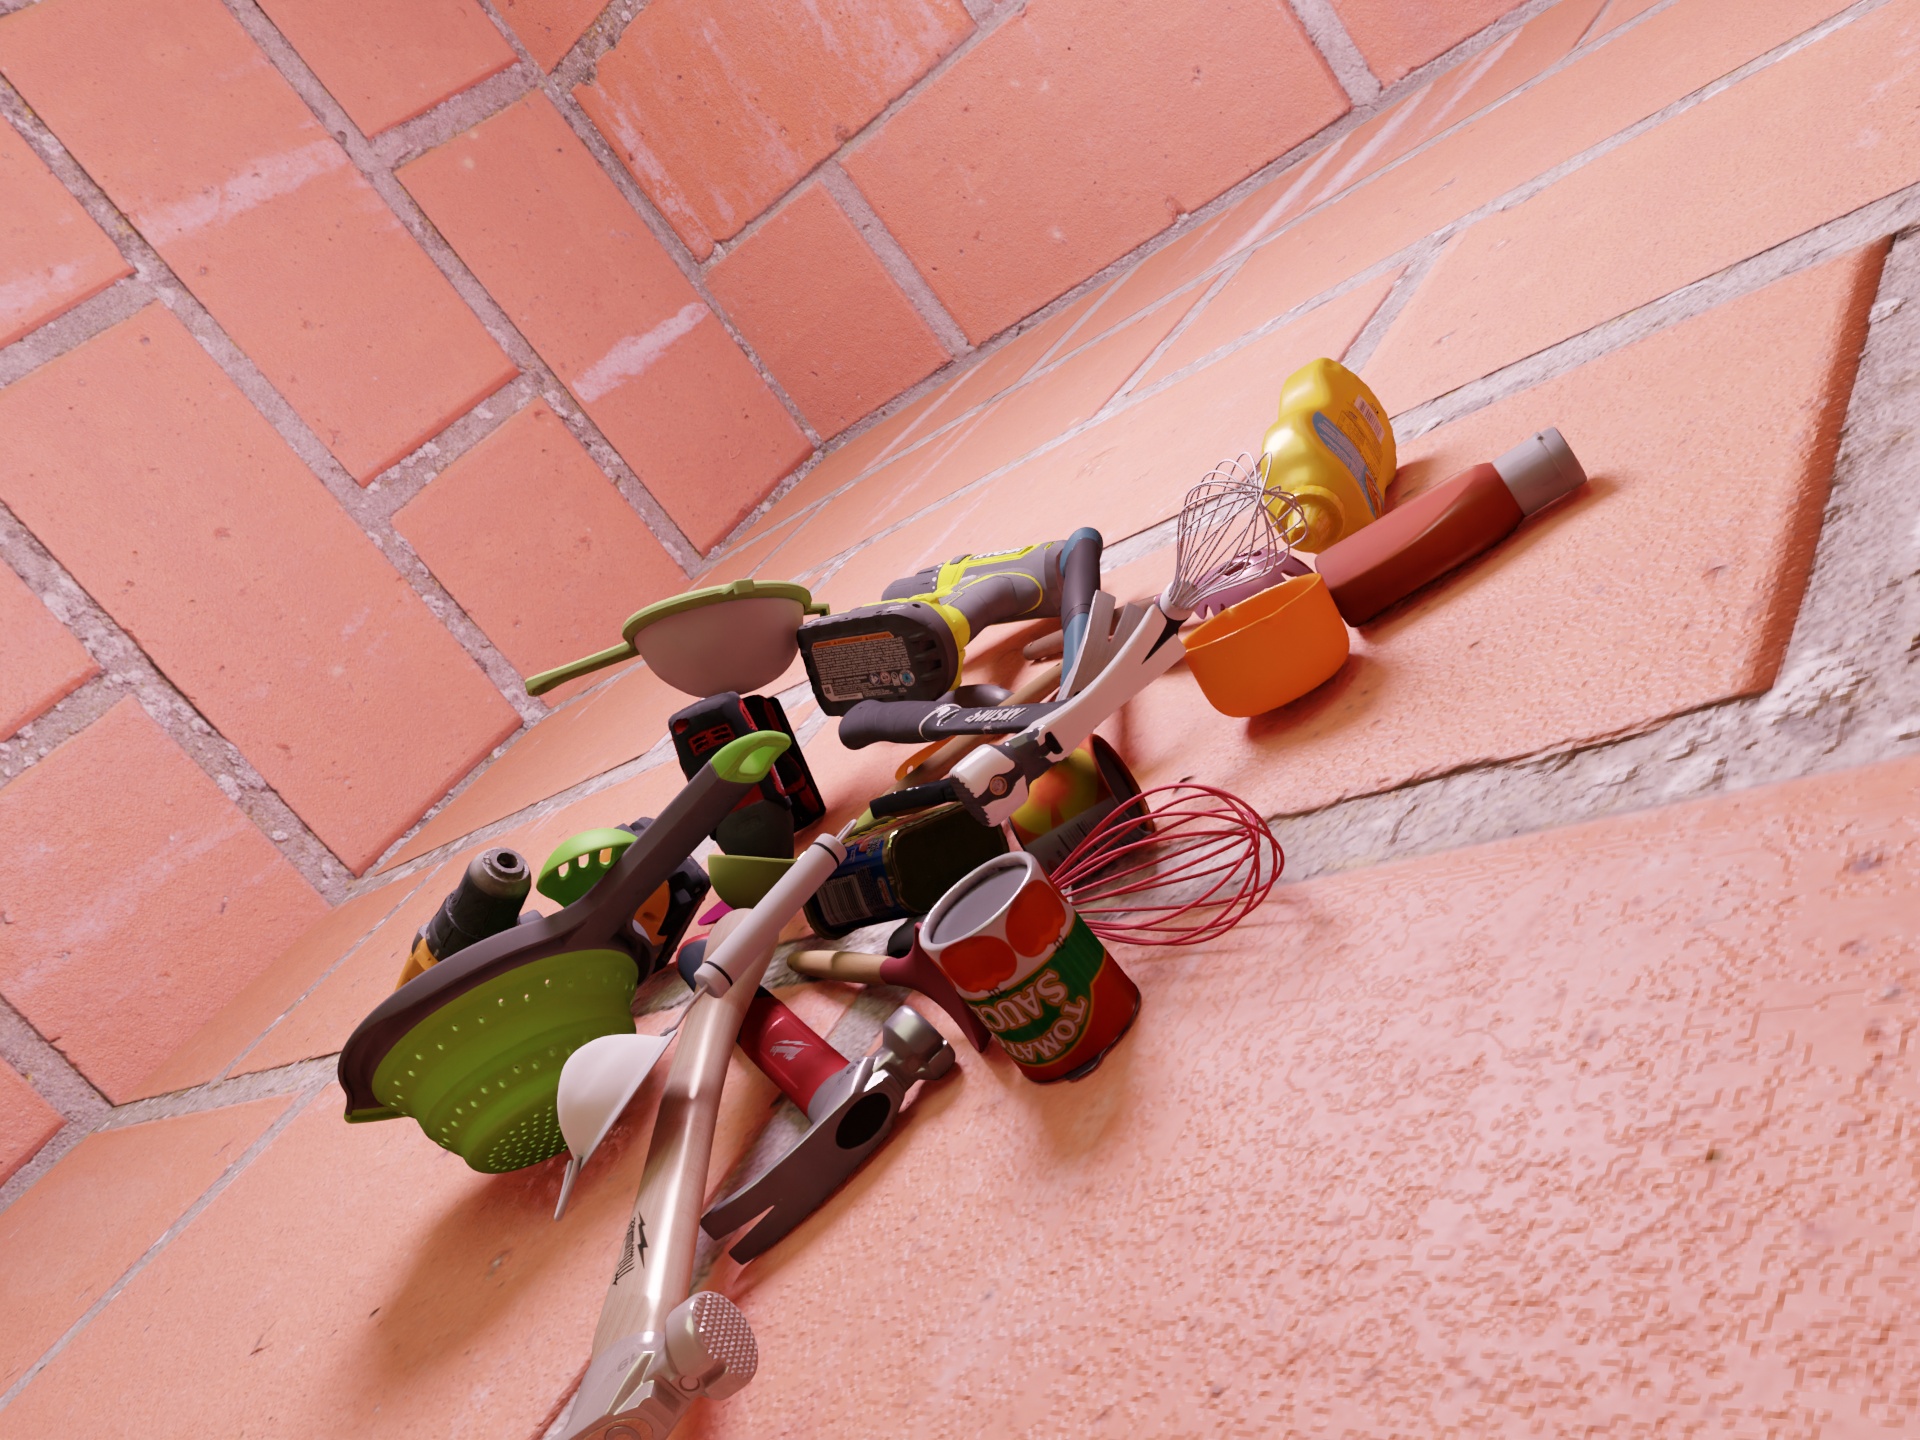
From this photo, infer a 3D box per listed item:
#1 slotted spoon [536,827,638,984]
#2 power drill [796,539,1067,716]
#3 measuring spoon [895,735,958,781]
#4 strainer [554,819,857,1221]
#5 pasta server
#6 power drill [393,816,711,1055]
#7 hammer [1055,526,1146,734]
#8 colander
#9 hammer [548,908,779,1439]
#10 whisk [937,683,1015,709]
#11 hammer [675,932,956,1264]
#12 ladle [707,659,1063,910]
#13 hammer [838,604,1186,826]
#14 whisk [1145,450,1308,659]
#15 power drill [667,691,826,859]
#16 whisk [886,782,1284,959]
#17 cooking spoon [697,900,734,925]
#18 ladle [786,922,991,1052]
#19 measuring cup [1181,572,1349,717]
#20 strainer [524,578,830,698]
[{"bbox_3d":[-0.256,0.158,1.053,0.070,0.031,0.313,-14,-32,-29],"label":"slotted spoon"},{"bbox_3d":[-0.027,-0.080,1.279,0.190,0.080,0.228,-6,18,35],"label":"power drill"},{"bbox_3d":[-0.007,0.022,1.193,0.117,0.011,0.021,-29,49,36],"label":"measuring spoon"},{"bbox_3d":[-0.135,0.139,0.819,0.258,0.050,0.087,-48,1,-30],"label":"strainer"},{"bbox_3d":[0.133,-0.071,1.129,0.060,0.040,0.316,-46,13,-26],"label":"pasta server"},{"bbox_3d":[-0.281,0.137,1.108,0.226,0.084,0.185,-19,-32,-52],"label":"power drill"},{"bbox_3d":[0.081,-0.065,1.091,0.331,0.033,0.128,-79,14,-65],"label":"hammer"},{"bbox_3d":[-0.217,0.162,0.959,0.397,0.095,0.204,-45,-26,23],"label":"colander"},{"bbox_3d":[-0.144,0.210,0.788,0.146,0.038,0.411,-38,16,12],"label":"hammer"},{"bbox_3d":[-0.019,-0.018,1.271,0.055,0.055,0.239,-43,20,-20],"label":"whisk"},{"bbox_3d":[-0.126,0.190,0.929,0.143,0.038,0.386,-43,16,-14],"label":"hammer"},{"bbox_3d":[-0.037,0.033,1.095,0.320,0.062,0.078,-37,15,-27],"label":"ladle"},{"bbox_3d":[-0.002,-0.003,0.971,0.149,0.036,0.409,-38,11,-15],"label":"hammer"},{"bbox_3d":[0.140,-0.083,0.957,0.070,0.070,0.284,-42,-7,-15],"label":"whisk"},{"bbox_3d":[-0.156,0.050,1.183,0.078,0.143,0.219,-24,3,-2],"label":"power drill"},{"bbox_3d":[0.048,0.092,0.796,0.296,0.073,0.073,-26,19,51],"label":"whisk"},{"bbox_3d":[-0.088,0.106,1.117,0.319,0.017,0.069,-22,14,45],"label":"cooking spoon"},{"bbox_3d":[-0.048,0.140,0.885,0.031,0.069,0.315,-26,4,-23],"label":"ladle"},{"bbox_3d":[0.135,-0.017,0.879,0.173,0.052,0.095,-32,8,-3],"label":"measuring cup"},{"bbox_3d":[-0.232,-0.040,1.260,0.256,0.069,0.151,-18,-10,18],"label":"strainer"}]
